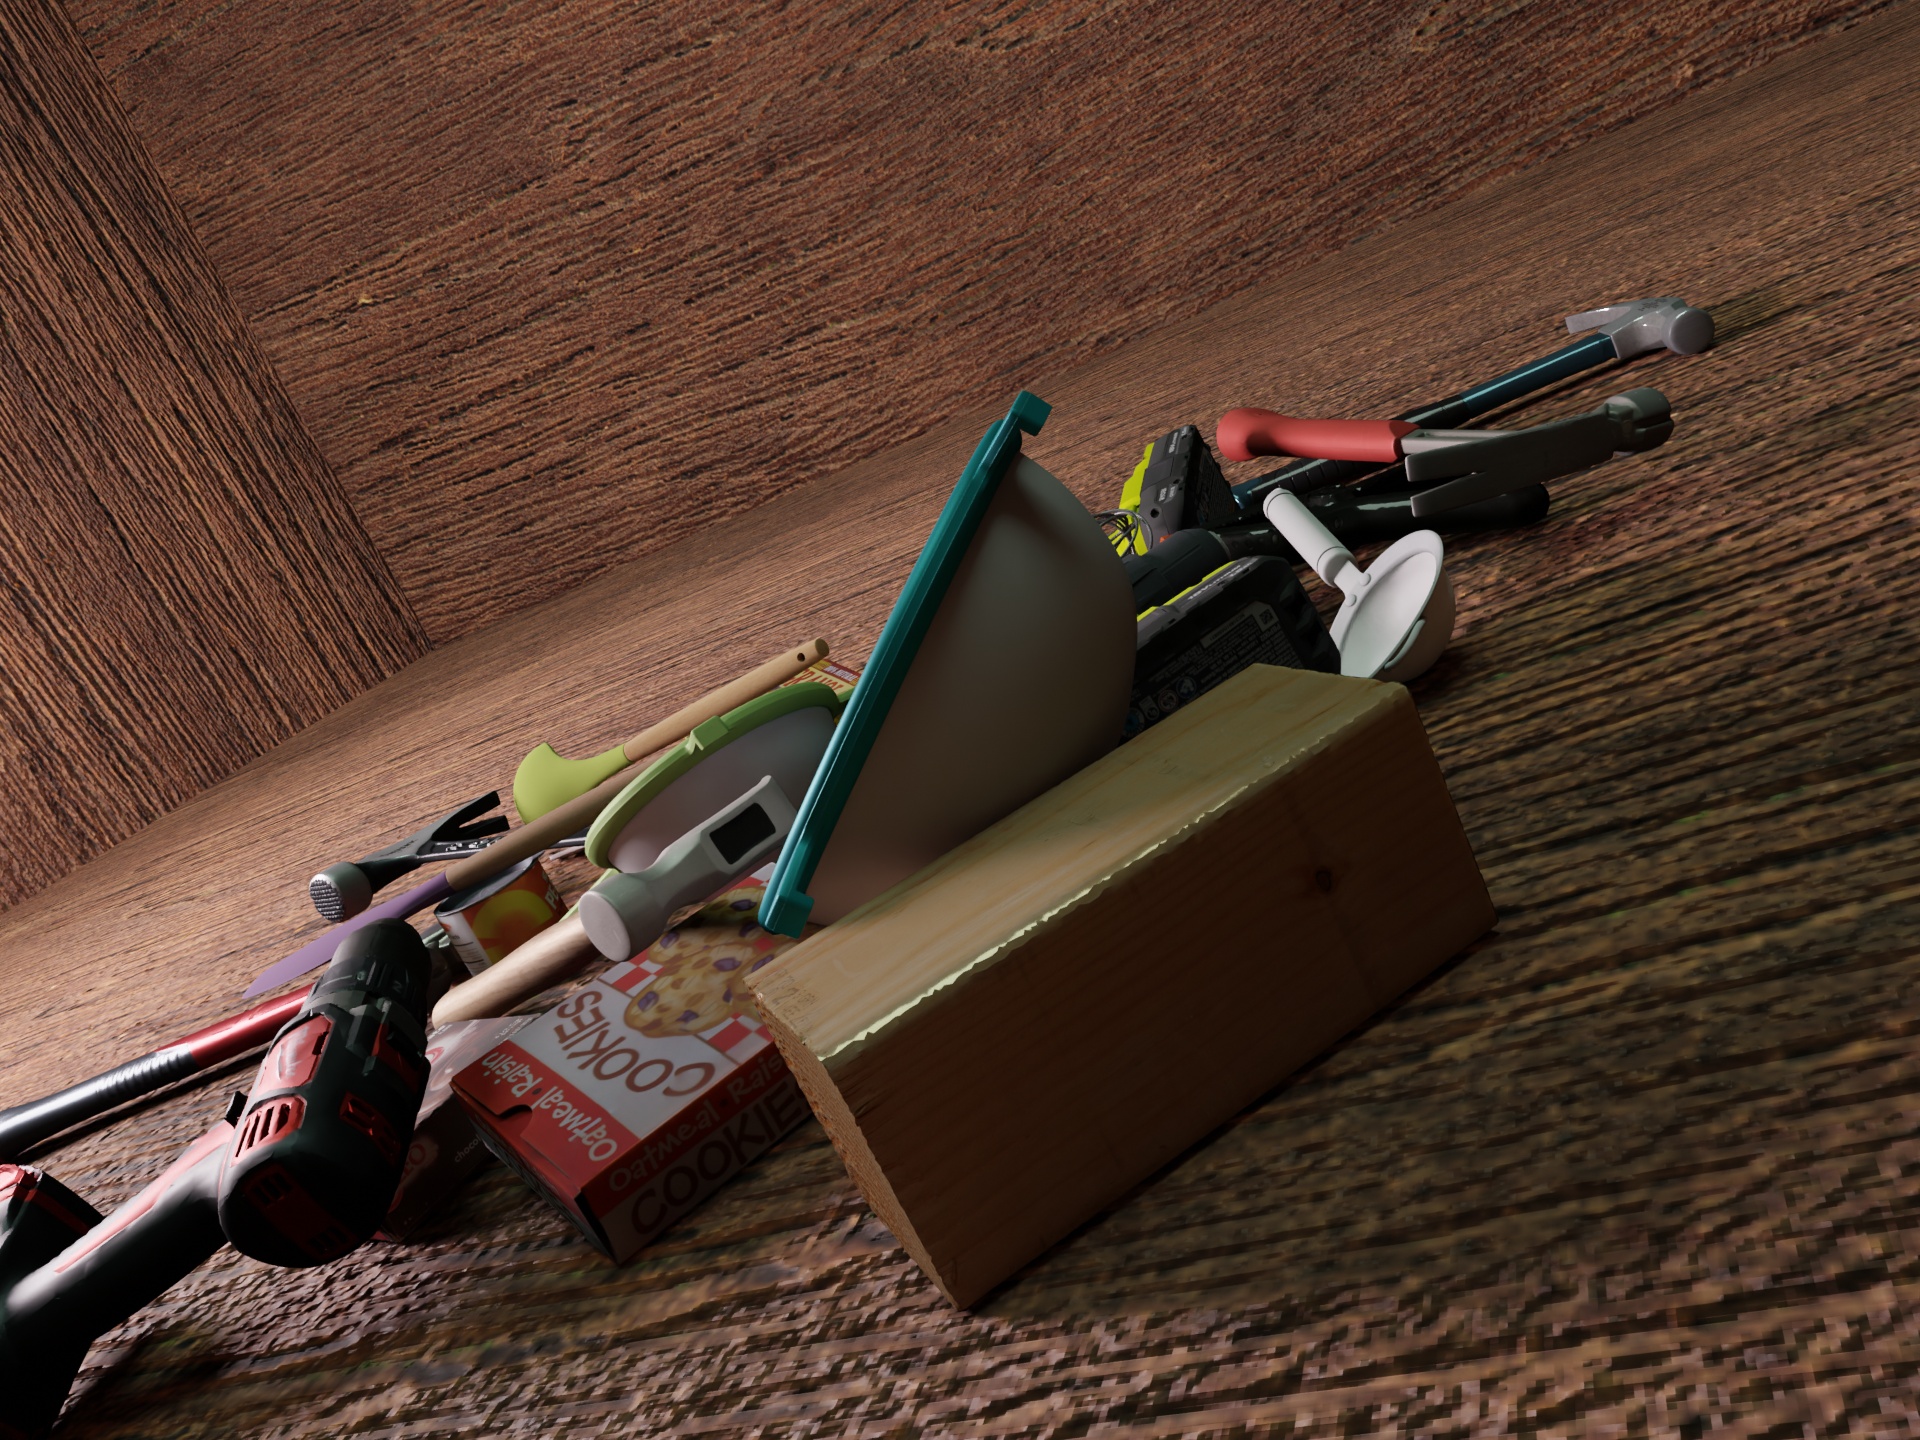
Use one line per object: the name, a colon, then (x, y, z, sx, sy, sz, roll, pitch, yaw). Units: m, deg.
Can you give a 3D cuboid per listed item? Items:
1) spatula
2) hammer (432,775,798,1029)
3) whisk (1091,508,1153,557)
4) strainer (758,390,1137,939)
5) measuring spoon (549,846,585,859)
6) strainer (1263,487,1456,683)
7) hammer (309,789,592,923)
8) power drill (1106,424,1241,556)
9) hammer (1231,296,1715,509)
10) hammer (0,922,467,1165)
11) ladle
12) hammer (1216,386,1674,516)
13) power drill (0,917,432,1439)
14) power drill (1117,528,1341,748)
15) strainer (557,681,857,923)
spatula: (-0.270, 0.081, 0.914, 0.316, 0.018, 0.060, -28, 15, -1)
hammer: (-0.176, 0.101, 0.744, 0.130, 0.031, 0.331, -35, 2, -41)
whisk: (0.019, -0.037, 0.932, 0.239, 0.055, 0.055, -44, 13, 7)
strainer: (0.008, 0.006, 0.664, 0.340, 0.095, 0.211, 113, -177, -85)
measuring spoon: (-0.255, 0.091, 1.107, 0.034, 0.018, 0.124, -25, 4, -39)
strainer: (0.192, -0.073, 0.786, 0.087, 0.050, 0.259, -57, 19, 19)
hammer: (-0.221, 0.070, 0.990, 0.409, 0.036, 0.149, -8, 16, 33)
power drill: (0.070, -0.108, 1.064, 0.223, 0.080, 0.171, -20, 30, 27)
hammer: (0.337, -0.213, 1.107, 0.331, 0.033, 0.128, -23, 16, 13)
hammer: (-0.475, 0.202, 1.038, 0.386, 0.038, 0.143, -23, 14, 12)
ladle: (-0.199, 0.009, 1.083, 0.320, 0.078, 0.062, -26, -2, 34)
hammer: (0.235, -0.163, 0.937, 0.149, 0.036, 0.359, -17, 15, -14)
power drill: (-0.317, 0.182, 0.658, 0.226, 0.080, 0.188, -32, 25, 6)
power drill: (0.090, -0.033, 0.797, 0.190, 0.080, 0.229, -36, 15, -9)
strainer: (-0.145, 0.083, 0.833, 0.256, 0.069, 0.151, -43, -12, 25)
